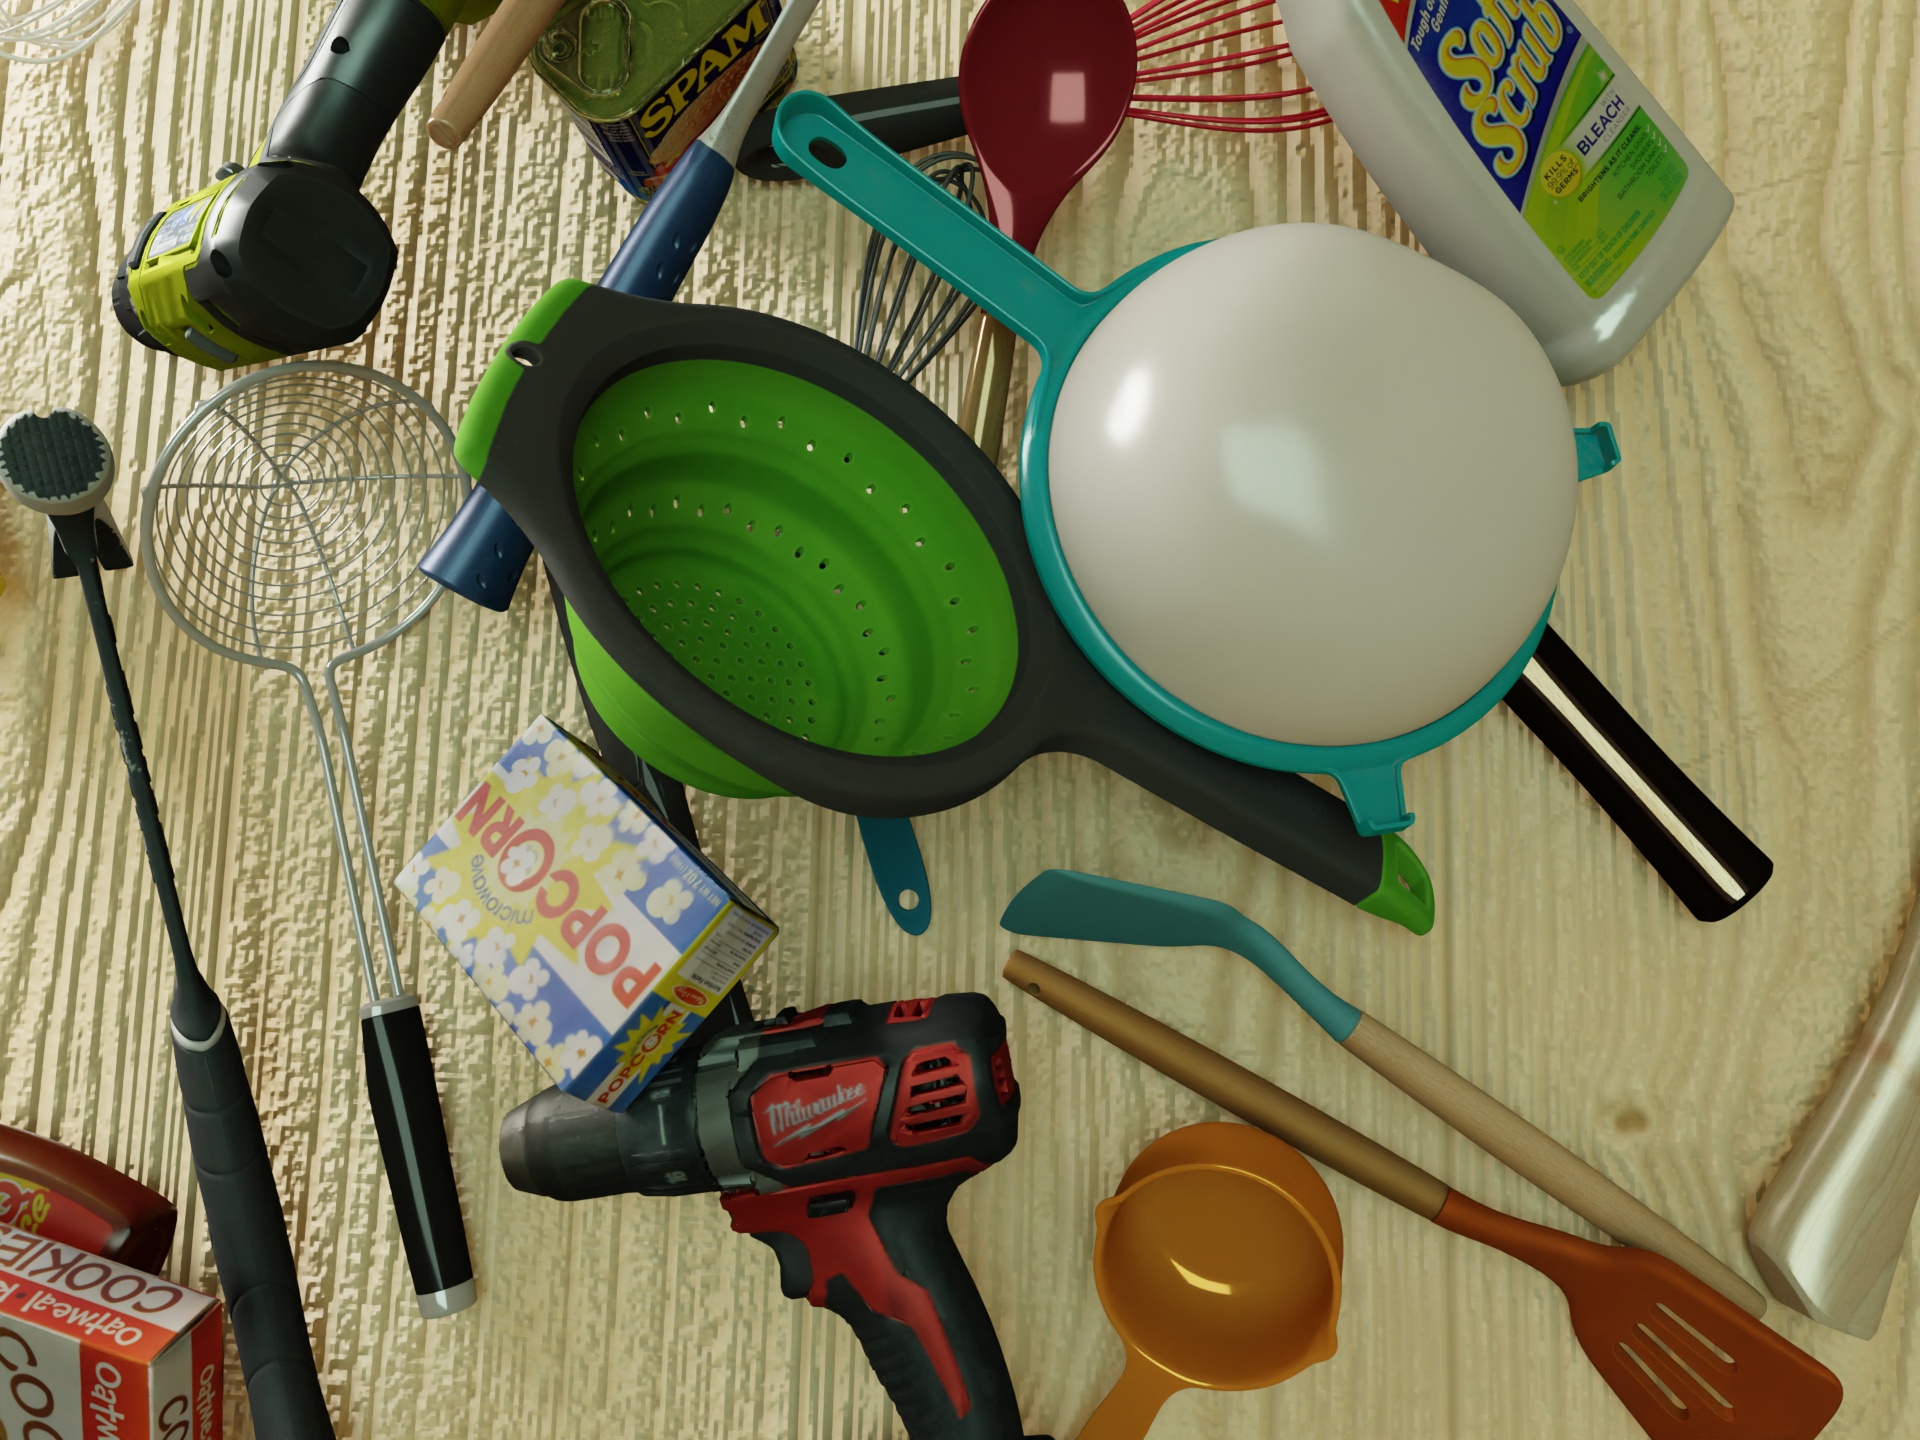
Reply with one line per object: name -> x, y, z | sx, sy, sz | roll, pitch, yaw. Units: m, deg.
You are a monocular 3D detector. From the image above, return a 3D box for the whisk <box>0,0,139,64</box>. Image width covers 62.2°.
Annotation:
whisk -> -0.328, -0.366, 0.698 | 0.246, 0.059, 0.058 | -35, 94, -6

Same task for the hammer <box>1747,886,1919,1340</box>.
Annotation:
hammer -> 0.402, 0.035, 0.602 | 0.146, 0.038, 0.411 | 21, 85, 5

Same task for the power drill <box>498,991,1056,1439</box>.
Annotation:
power drill -> -0.057, 0.217, 0.568 | 0.188, 0.080, 0.227 | -11, 91, 7

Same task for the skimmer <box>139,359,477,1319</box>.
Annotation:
skimmer -> -0.224, 0.049, 0.613 | 0.127, 0.090, 0.363 | -9, 84, -40

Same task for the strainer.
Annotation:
strainer -> 0.081, -0.130, 0.549 | 0.340, 0.095, 0.211 | 36, 73, -2

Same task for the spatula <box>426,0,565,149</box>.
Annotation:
spatula -> -0.137, -0.327, 0.623 | 0.018, 0.060, 0.316 | 33, 55, -24

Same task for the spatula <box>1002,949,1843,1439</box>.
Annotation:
spatula -> 0.156, 0.174, 0.595 | 0.322, 0.041, 0.081 | 28, 124, 10

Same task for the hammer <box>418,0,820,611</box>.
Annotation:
hammer -> -0.089, -0.224, 0.597 | 0.035, 0.144, 0.405 | 31, 93, 8

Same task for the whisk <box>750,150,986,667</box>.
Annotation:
whisk -> -0.038, -0.122, 0.650 | 0.055, 0.055, 0.239 | 23, 89, 6

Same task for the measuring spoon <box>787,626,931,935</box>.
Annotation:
measuring spoon -> -0.036, 0.025, 0.645 | 0.042, 0.021, 0.128 | -17, 91, 1

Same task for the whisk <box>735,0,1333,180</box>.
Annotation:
whisk -> 0.047, -0.262, 0.654 | 0.296, 0.073, 0.073 | -9, 82, 8

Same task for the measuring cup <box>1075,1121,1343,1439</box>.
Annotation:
measuring cup -> 0.079, 0.228, 0.597 | 0.095, 0.052, 0.173 | 30, 110, 9

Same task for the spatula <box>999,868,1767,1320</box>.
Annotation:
spatula -> 0.162, 0.139, 0.598 | 0.317, 0.082, 0.044 | 34, 64, 3

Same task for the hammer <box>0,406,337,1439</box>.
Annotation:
hammer -> -0.299, 0.096, 0.611 | 0.036, 0.149, 0.409 | -13, 91, -25

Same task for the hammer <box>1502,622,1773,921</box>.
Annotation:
hammer -> 0.194, -0.059, 0.630 | 0.130, 0.031, 0.331 | -40, 82, -2

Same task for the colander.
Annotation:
colander -> -0.001, -0.002, 0.584 | 0.397, 0.094, 0.205 | 29, 44, -17

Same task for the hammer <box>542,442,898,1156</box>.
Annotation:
hammer -> -0.135, 0.017, 0.640 | 0.146, 0.035, 0.335 | -18, 82, 1

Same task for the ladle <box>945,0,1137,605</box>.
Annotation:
ladle -> 0.012, -0.132, 0.626 | 0.069, 0.031, 0.315 | 9, 97, -12

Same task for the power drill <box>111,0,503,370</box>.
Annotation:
power drill -> -0.257, -0.244, 0.634 | 0.191, 0.080, 0.228 | 8, 73, 48
